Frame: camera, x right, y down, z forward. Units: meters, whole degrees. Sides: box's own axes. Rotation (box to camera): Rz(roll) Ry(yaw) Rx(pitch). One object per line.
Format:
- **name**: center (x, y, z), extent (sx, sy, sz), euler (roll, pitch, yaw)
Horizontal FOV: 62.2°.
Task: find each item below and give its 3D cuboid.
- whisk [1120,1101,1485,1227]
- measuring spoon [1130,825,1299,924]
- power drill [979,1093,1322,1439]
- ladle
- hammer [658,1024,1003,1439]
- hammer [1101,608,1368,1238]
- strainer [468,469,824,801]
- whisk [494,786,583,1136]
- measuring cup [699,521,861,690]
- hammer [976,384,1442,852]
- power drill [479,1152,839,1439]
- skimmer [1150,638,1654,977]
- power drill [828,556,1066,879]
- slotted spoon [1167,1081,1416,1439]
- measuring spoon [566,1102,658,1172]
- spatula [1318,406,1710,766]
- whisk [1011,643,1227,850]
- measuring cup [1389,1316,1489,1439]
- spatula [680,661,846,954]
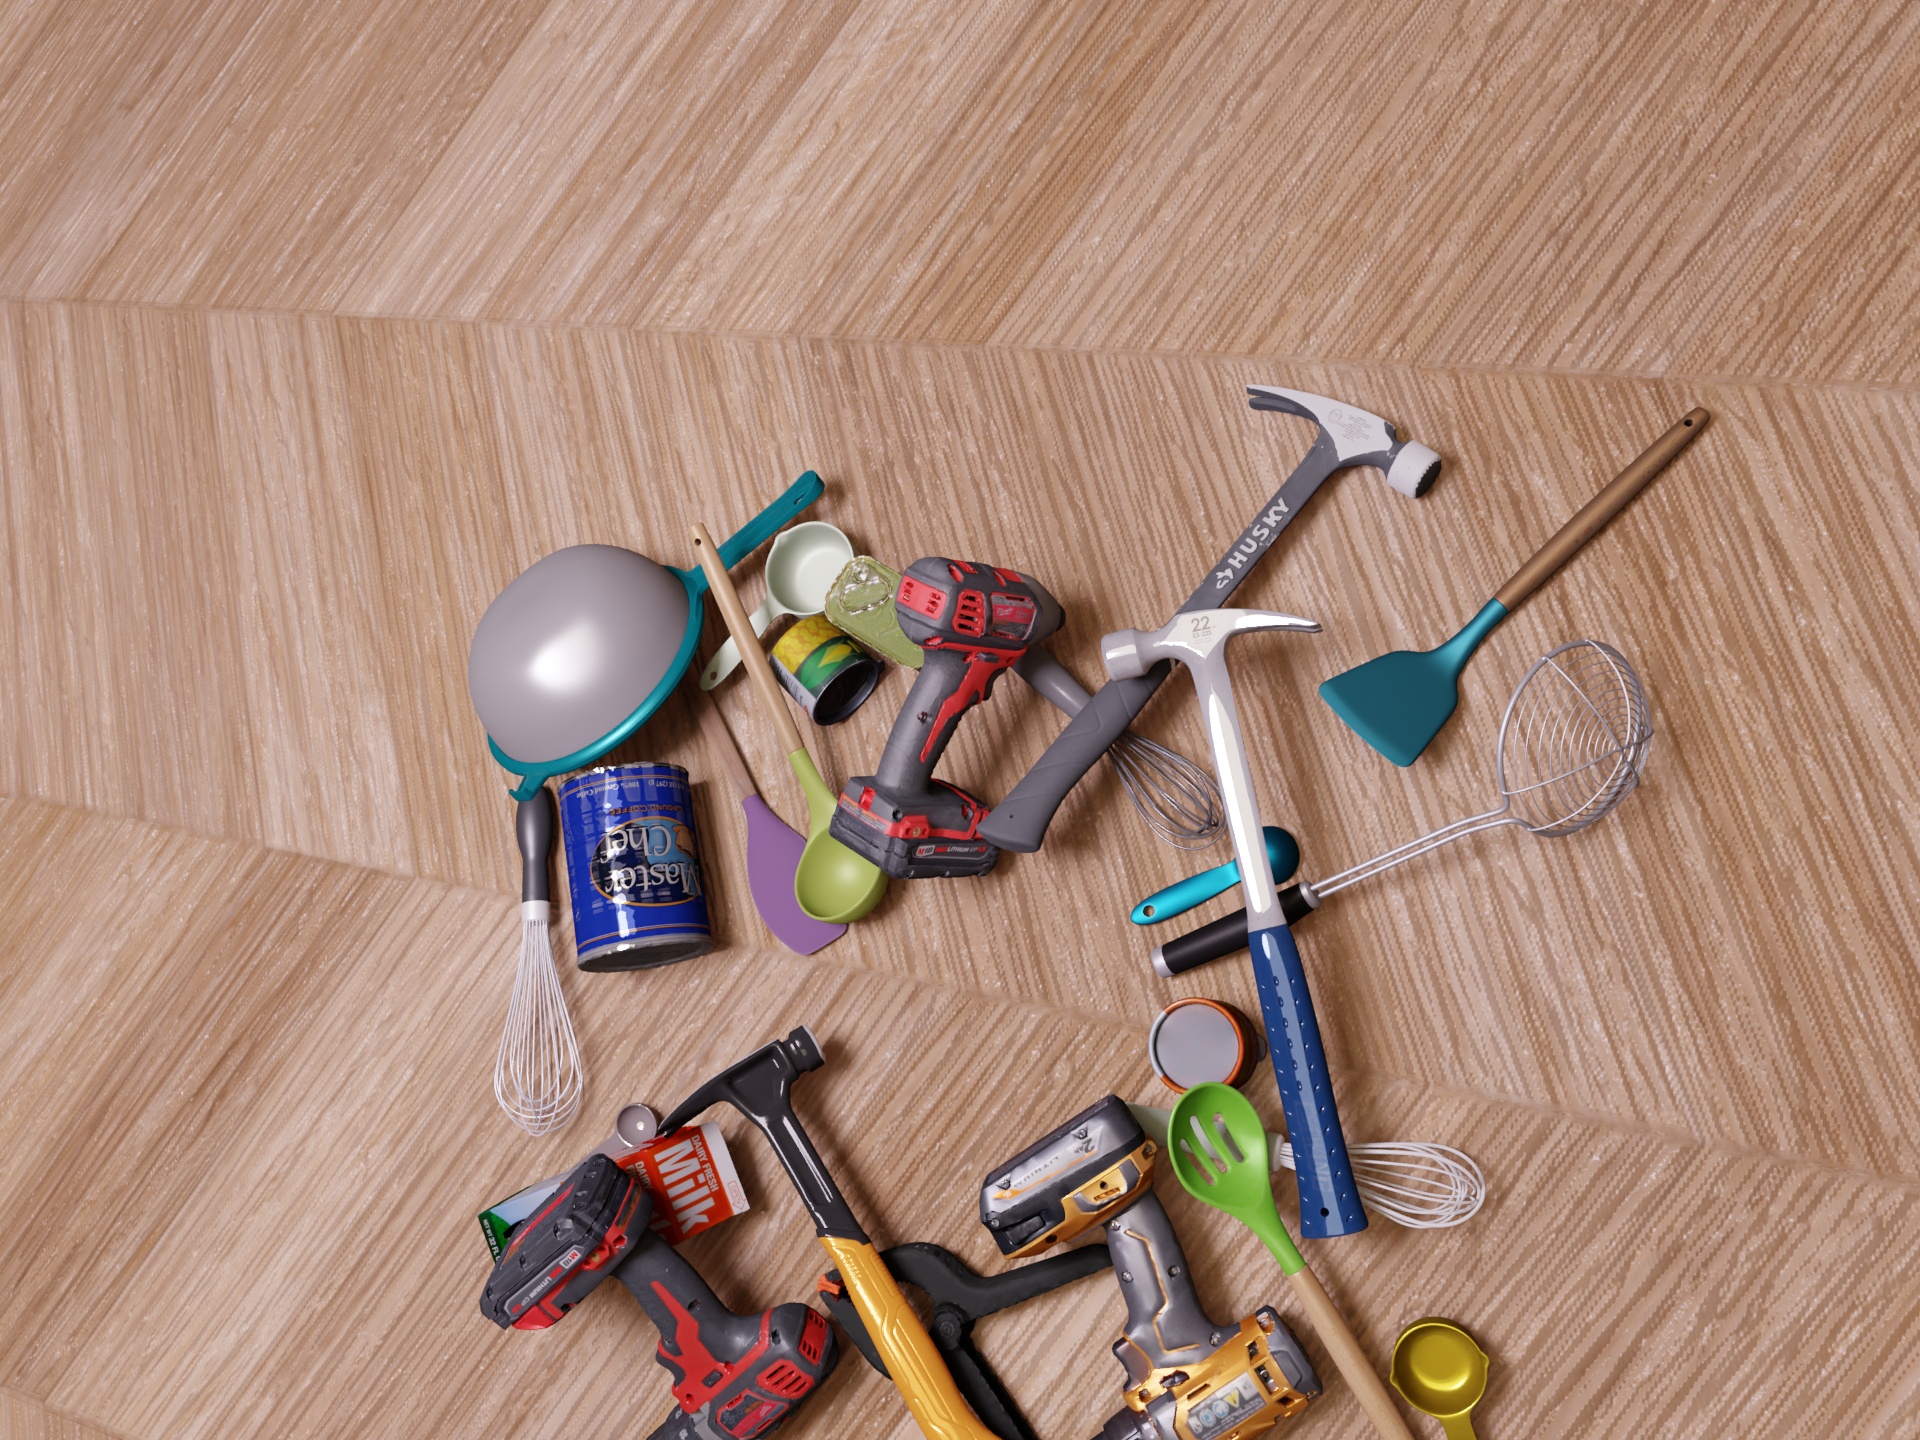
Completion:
- **whisk**: center (0.218, 0.286, 1.050), extent (0.246, 0.057, 0.059), euler (7, 46, 24)
- **measuring spoon**: center (0.175, 0.112, 1.110), extent (0.128, 0.021, 0.042), euler (-27, 71, 11)
- **power drill**: center (0.097, 0.383, 1.027), extent (0.185, 0.084, 0.226), euler (-34, 82, 0)
- **ladle**: center (-0.138, 0.000, 1.184), extent (0.078, 0.062, 0.320), euler (-24, 90, 21)
- **hammer**: center (-0.074, 0.378, 1.083), extent (0.127, 0.034, 0.337), euler (-30, 68, -14)
- **hammer**: center (0.201, 0.122, 1.025), extent (0.144, 0.035, 0.406), euler (-14, 80, 17)
- **strainer**: center (-0.261, -0.105, 1.236), extent (0.340, 0.095, 0.211), euler (-39, 40, 3)
- **whisk**: center (-0.338, 0.185, 1.265), extent (0.070, 0.070, 0.285), euler (-13, 69, 17)
- **measuring cup**: center (-0.143, -0.083, 1.261), extent (0.167, 0.038, 0.083), euler (-47, 68, 7)
- **hammer**: center (0.153, -0.069, 1.119), extent (0.149, 0.036, 0.409), euler (38, 83, 25)
- **power drill**: center (-0.222, 0.433, 1.111), extent (0.226, 0.080, 0.188), euler (42, 108, -11)
- **skimmer**: center (0.285, 0.072, 1.062), extent (0.363, 0.127, 0.090), euler (-29, 32, 24)
- **power drill**: center (-0.002, -0.004, 1.122), extent (0.079, 0.143, 0.219), euler (28, 107, 41)
- **slotted spoon**: center (0.225, 0.371, 1.006), extent (0.070, 0.031, 0.314), euler (-28, 81, -23)
- **measuring spoon**: center (-0.278, 0.339, 1.231), extent (0.124, 0.018, 0.034), euler (-44, 82, 13)
- **spatula**: center (0.384, -0.098, 1.071), extent (0.317, 0.044, 0.082), euler (-45, 64, 5)
- **whisk**: center (0.101, 0.006, 1.152), extent (0.055, 0.055, 0.239), euler (-48, 63, 5)
- **measuring cup**: center (0.314, 0.449, 0.991), extent (0.062, 0.029, 0.156), euler (-19, 84, 14)
- **spatula**: center (-0.179, 0.042, 1.256), extent (0.060, 0.018, 0.316), euler (-30, 71, 4)
